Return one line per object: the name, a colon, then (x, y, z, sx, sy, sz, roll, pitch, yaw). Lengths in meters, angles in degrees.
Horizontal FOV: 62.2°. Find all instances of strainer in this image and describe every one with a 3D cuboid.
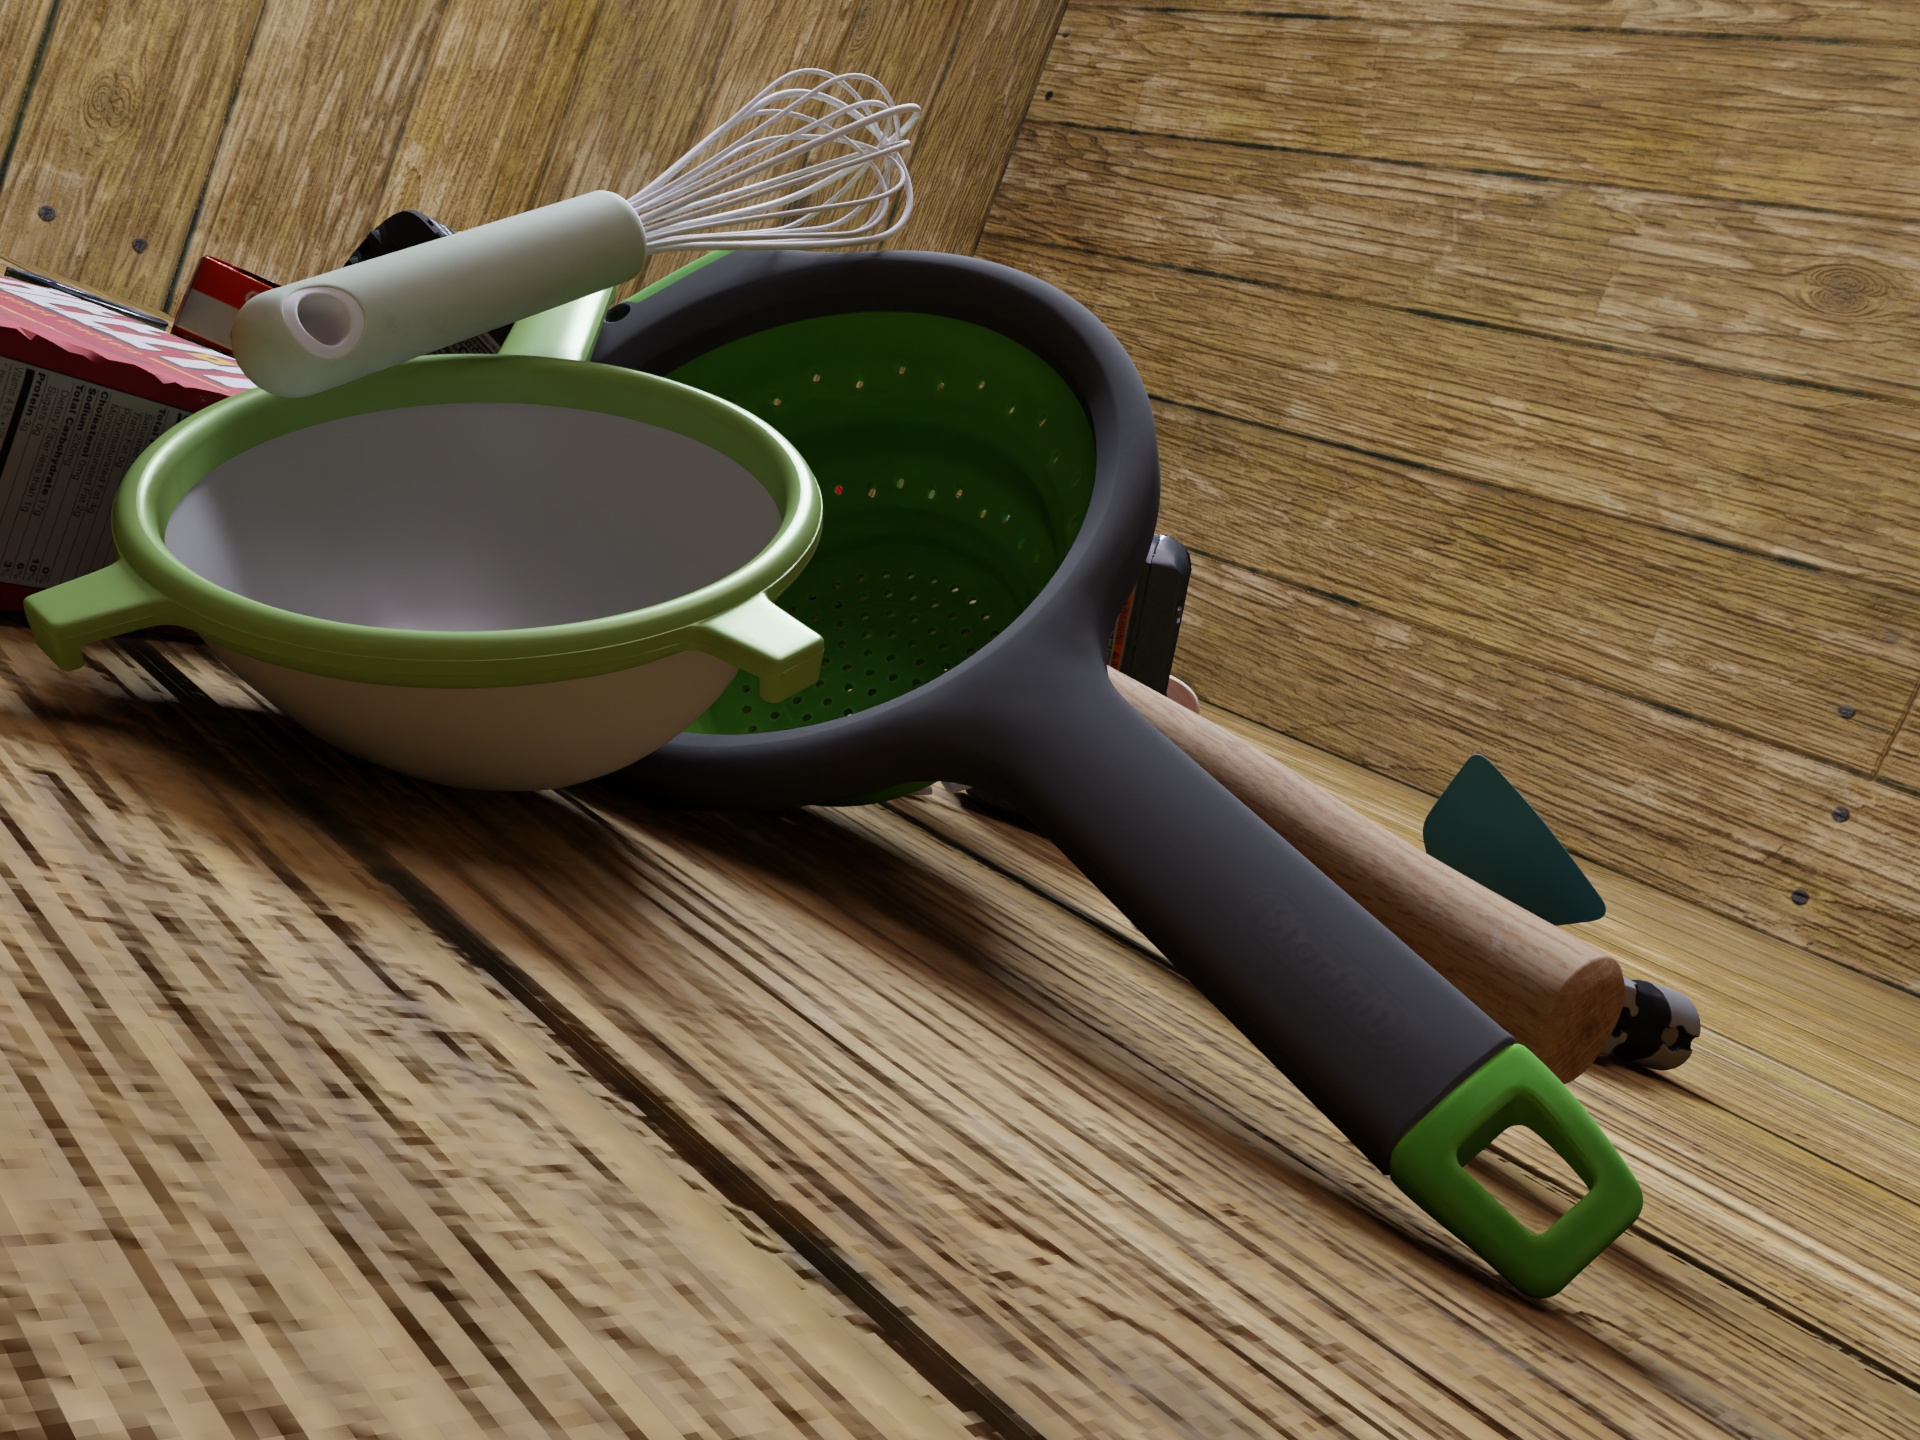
strainer: (-0.114, -0.056, 0.416, 0.151, 0.069, 0.257, 2, 32, -7)

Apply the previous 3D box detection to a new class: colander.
colander: (0.009, 0.005, 0.435, 0.397, 0.204, 0.094, 45, -16, 36)

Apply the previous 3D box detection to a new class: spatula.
spatula: (0.253, 0.074, 0.799, 0.082, 0.044, 0.317, 54, 6, 12)

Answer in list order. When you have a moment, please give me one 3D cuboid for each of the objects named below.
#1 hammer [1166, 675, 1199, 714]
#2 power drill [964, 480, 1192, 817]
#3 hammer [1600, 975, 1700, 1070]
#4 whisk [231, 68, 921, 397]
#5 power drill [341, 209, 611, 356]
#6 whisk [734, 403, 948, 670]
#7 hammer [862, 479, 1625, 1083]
hammer: (0.119, -0.001, 1.004, 0.146, 0.038, 0.410, 23, 0, 2)
power drill: (0.046, -0.048, 0.714, 0.084, 0.164, 0.226, 10, 9, -1)
hammer: (0.157, 0.064, 0.722, 0.146, 0.035, 0.335, 19, 6, -26)
whisk: (-0.091, -0.137, 0.443, 0.059, 0.057, 0.246, -20, 13, 46)
power drill: (-0.173, -0.140, 0.758, 0.191, 0.080, 0.228, 46, 13, 14)
whisk: (-0.058, -0.093, 0.958, 0.295, 0.073, 0.073, 43, 3, -8)
hammer: (0.058, 0.009, 0.494, 0.031, 0.130, 0.332, -4, 25, -33)
